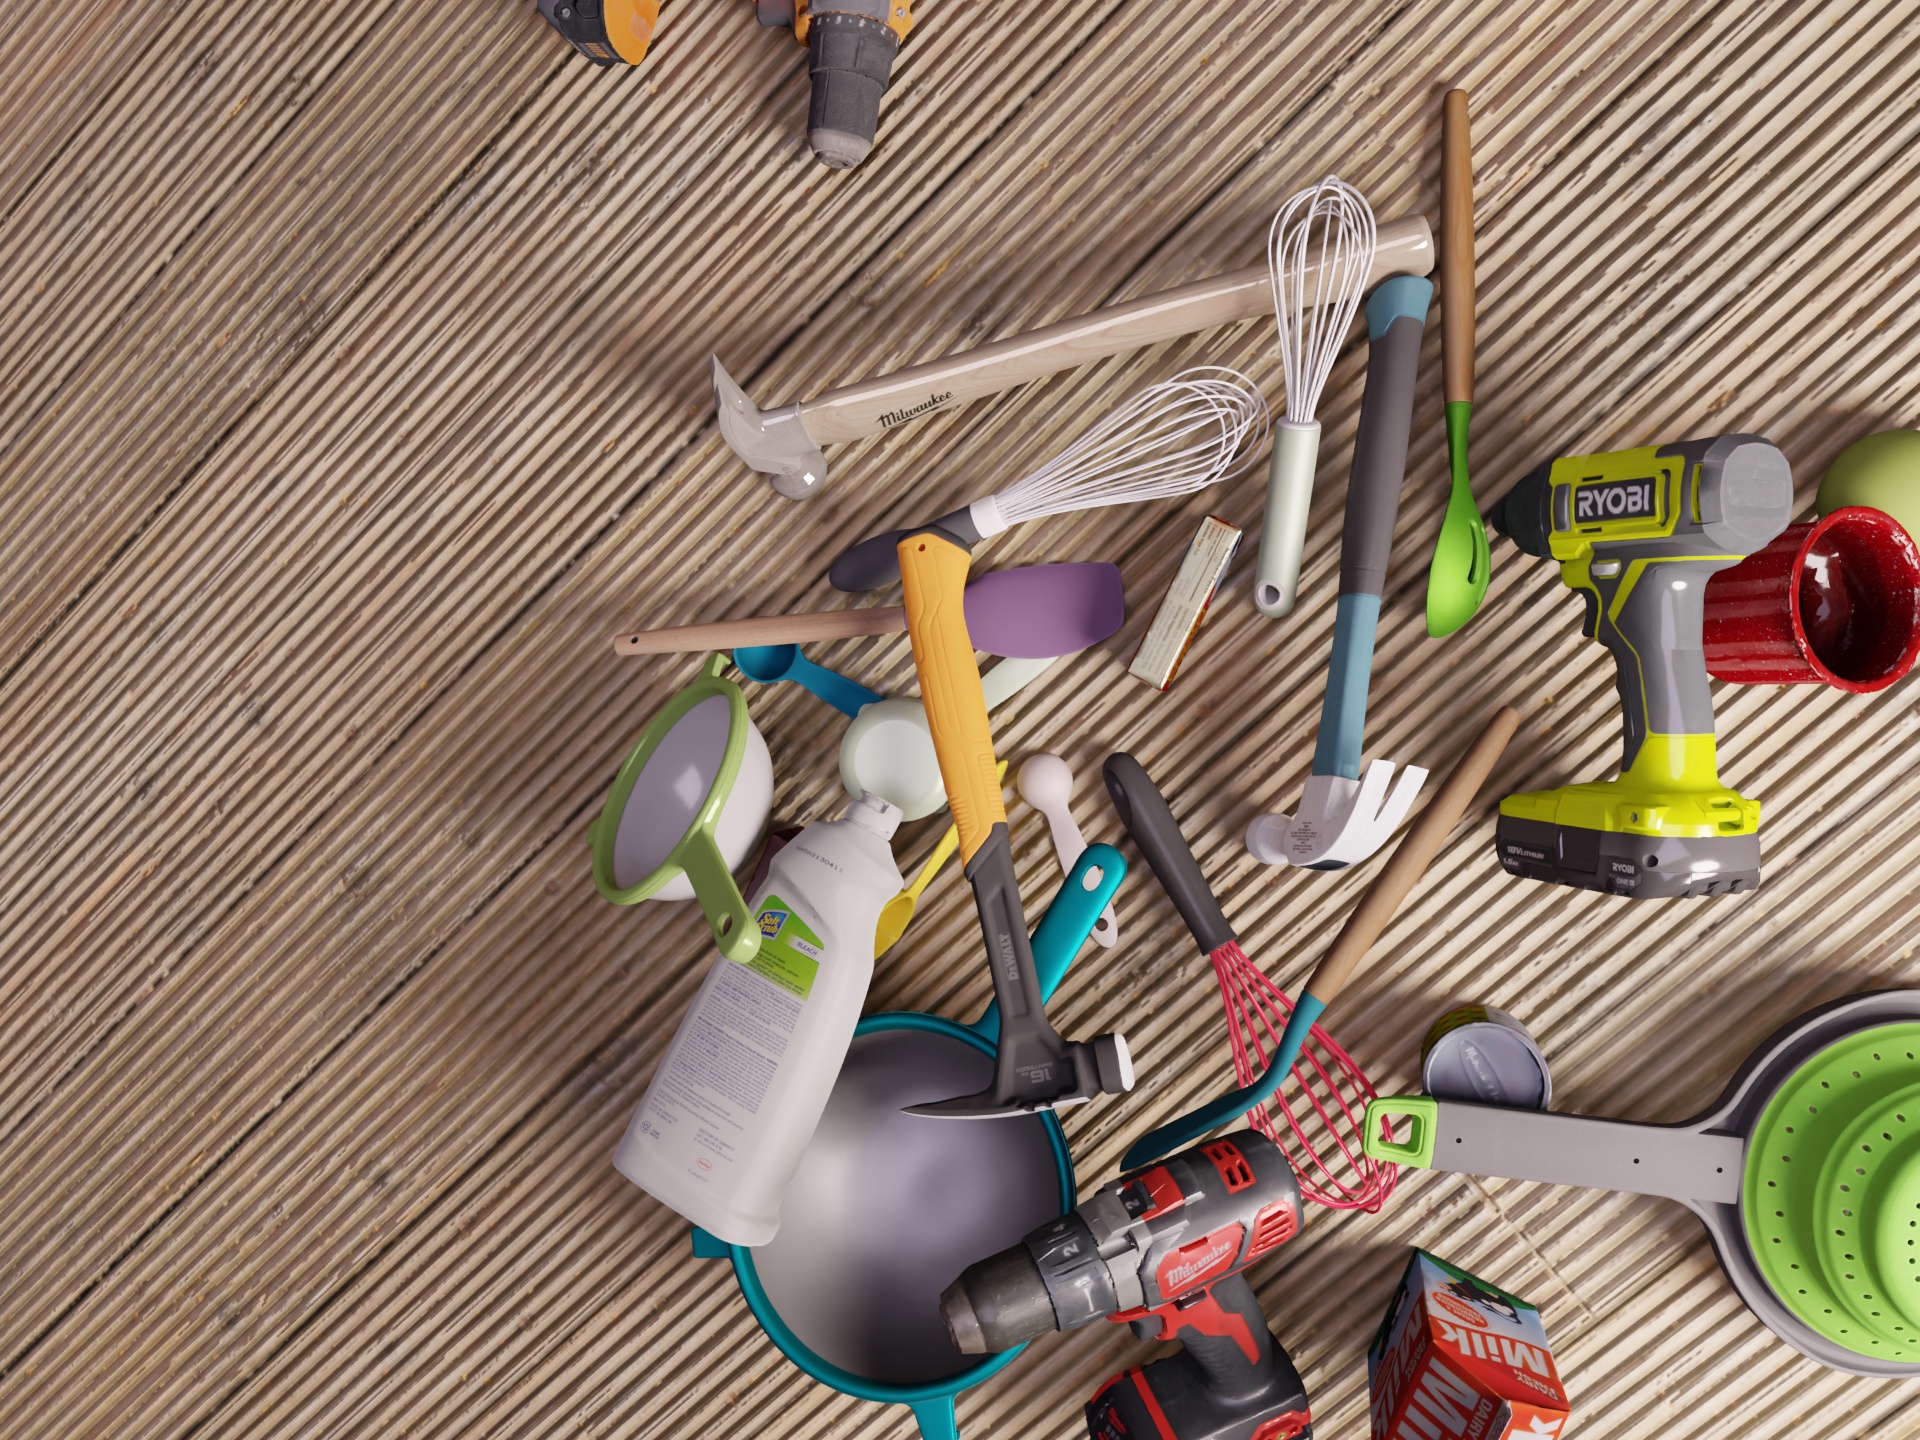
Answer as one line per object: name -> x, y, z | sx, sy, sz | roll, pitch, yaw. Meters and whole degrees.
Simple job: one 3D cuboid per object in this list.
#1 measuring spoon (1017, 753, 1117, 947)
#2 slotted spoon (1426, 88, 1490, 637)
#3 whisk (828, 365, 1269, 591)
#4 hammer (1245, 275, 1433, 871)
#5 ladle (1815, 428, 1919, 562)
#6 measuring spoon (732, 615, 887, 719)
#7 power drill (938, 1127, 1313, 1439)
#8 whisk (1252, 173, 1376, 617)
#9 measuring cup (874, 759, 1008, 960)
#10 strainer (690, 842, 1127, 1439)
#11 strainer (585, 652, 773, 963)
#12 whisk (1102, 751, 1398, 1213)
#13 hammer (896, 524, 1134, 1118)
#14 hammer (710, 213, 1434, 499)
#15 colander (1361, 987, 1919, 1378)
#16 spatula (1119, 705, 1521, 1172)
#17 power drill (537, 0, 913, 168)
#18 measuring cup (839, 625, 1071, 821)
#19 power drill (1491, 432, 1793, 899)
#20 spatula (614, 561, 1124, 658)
measuring spoon -> 0.066, 0.079, 0.955 | 0.034, 0.018, 0.124 | -23, 85, 13
slotted spoon -> 0.278, -0.202, 0.889 | 0.031, 0.070, 0.314 | -2, 83, 32
whisk -> 0.047, -0.133, 0.946 | 0.284, 0.070, 0.070 | -21, 85, 18
hammer -> 0.222, -0.081, 0.881 | 0.033, 0.128, 0.331 | 10, 85, -18
ladle -> 0.543, -0.004, 0.831 | 0.078, 0.062, 0.320 | -25, 91, 5
measuring spoon -> -0.083, -0.023, 0.998 | 0.128, 0.021, 0.042 | 30, 95, 3
power drill -> 0.094, 0.327, 0.833 | 0.188, 0.080, 0.226 | -20, 124, -11
whisk -> 0.187, -0.172, 0.876 | 0.058, 0.059, 0.246 | 17, 119, 26
measuring cup -> -0.027, 0.081, 0.968 | 0.029, 0.062, 0.156 | 36, 87, 22
strainer -> 0.009, 0.226, 0.935 | 0.211, 0.095, 0.340 | 30, 86, 23
strainer -> -0.137, 0.074, 0.925 | 0.069, 0.257, 0.151 | 31, 99, -32
whisk -> 0.158, 0.147, 0.912 | 0.073, 0.073, 0.296 | -31, 77, 12
hammer -> 0.002, 0.052, 0.898 | 0.127, 0.034, 0.337 | -13, 77, 11
hammer -> 0.062, -0.219, 0.907 | 0.410, 0.146, 0.038 | -15, 75, 9
colander -> 0.406, 0.234, 0.790 | 0.397, 0.094, 0.204 | 6, 92, 2
spatula -> 0.194, 0.119, 0.844 | 0.044, 0.082, 0.317 | 35, 91, 12
power drill -> -0.140, -0.443, 0.983 | 0.226, 0.084, 0.185 | 8, 93, 10
measuring cup -> -0.002, -0.003, 0.960 | 0.167, 0.038, 0.083 | -38, 89, 8
power drill -> 0.341, -0.028, 0.826 | 0.080, 0.171, 0.223 | -1, 93, -22
spatula -> -0.059, -0.058, 0.971 | 0.316, 0.018, 0.060 | -4, 74, 8
